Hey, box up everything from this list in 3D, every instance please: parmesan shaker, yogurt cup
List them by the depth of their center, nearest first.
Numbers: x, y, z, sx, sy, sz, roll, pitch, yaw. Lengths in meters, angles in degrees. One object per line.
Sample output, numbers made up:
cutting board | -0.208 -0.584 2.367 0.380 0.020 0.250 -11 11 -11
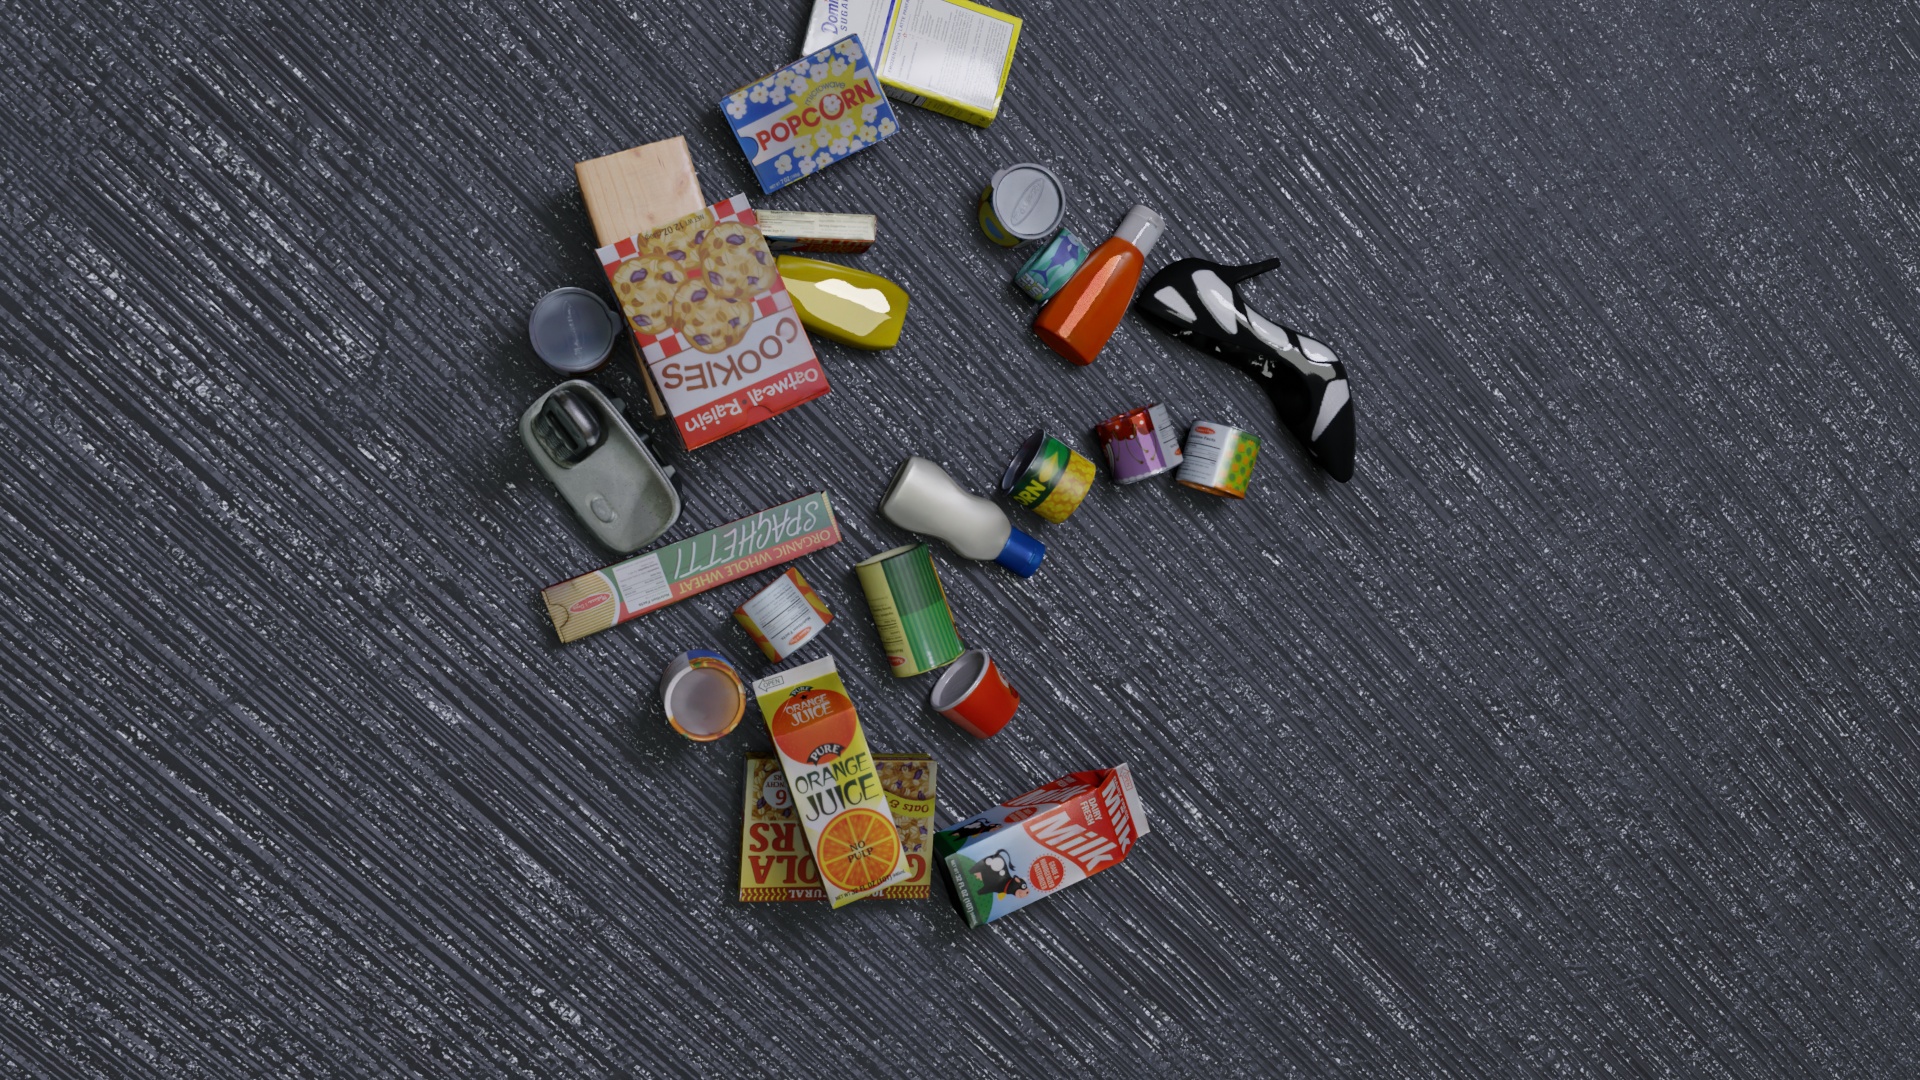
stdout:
parmesan shaker | -0.042 0.059 1.205 0.071 0.071 0.103 -20 97 -12
yogurt cup | 0.015 0.138 1.227 0.054 0.072 0.072 45 82 -20

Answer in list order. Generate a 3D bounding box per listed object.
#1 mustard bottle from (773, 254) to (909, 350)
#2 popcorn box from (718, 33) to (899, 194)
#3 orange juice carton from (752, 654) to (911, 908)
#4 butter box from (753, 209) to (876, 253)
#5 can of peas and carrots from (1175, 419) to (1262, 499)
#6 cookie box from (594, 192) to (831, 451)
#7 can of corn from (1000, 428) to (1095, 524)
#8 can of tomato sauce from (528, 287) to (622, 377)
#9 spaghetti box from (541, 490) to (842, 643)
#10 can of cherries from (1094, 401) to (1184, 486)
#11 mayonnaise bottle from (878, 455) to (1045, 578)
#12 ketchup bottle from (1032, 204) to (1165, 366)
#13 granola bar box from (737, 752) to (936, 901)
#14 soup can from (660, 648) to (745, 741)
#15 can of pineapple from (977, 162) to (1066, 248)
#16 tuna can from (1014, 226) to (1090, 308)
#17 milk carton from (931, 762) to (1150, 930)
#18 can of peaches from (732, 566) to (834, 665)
mustard bottle | -0.126 -0.211 1.185 0.160 0.049 0.065 17 88 -13
popcorn box | -0.125 -0.357 1.160 0.127 0.038 0.085 -25 115 3
orange juice carton | -0.109 0.196 1.152 0.072 0.073 0.192 -19 95 -13
butter box | -0.126 -0.262 1.181 0.104 0.053 0.024 -1 90 -14
can of peas and carrots | 0.238 -0.073 1.272 0.071 0.071 0.058 18 89 -14
cookie box | -0.192 -0.168 1.081 0.123 0.040 0.167 -25 98 -13
can of corn | 0.077 -0.054 1.232 0.058 0.071 0.071 32 85 -13
can of tomato sauce | -0.310 -0.167 1.124 0.071 0.083 0.071 -1 93 -14
spaghetti box | -0.225 0.021 1.180 0.251 0.028 0.050 -20 97 -12
can of cherries | 0.158 -0.087 1.252 0.071 0.071 0.058 -22 98 -12
mayonnaise bottle | 0.004 -0.015 1.230 0.148 0.041 0.065 30 87 -14
ketchup bottle | 0.130 -0.233 1.250 0.064 0.043 0.149 37 83 -19
granola bar box | -0.108 0.249 1.212 0.166 0.039 0.124 3 90 -14
soup can | -0.213 0.129 1.159 0.071 0.084 0.071 -1 93 -14
can of pineapple | 0.052 -0.295 1.221 0.071 0.058 0.071 -1 92 -14
tuna can | 0.079 -0.241 1.225 0.033 0.071 0.071 41 83 -11
milk carton | 0.075 0.267 1.241 0.191 0.073 0.072 -21 97 -12
can of peaches | -0.151 0.064 1.181 0.071 0.071 0.058 -39 95 -9
